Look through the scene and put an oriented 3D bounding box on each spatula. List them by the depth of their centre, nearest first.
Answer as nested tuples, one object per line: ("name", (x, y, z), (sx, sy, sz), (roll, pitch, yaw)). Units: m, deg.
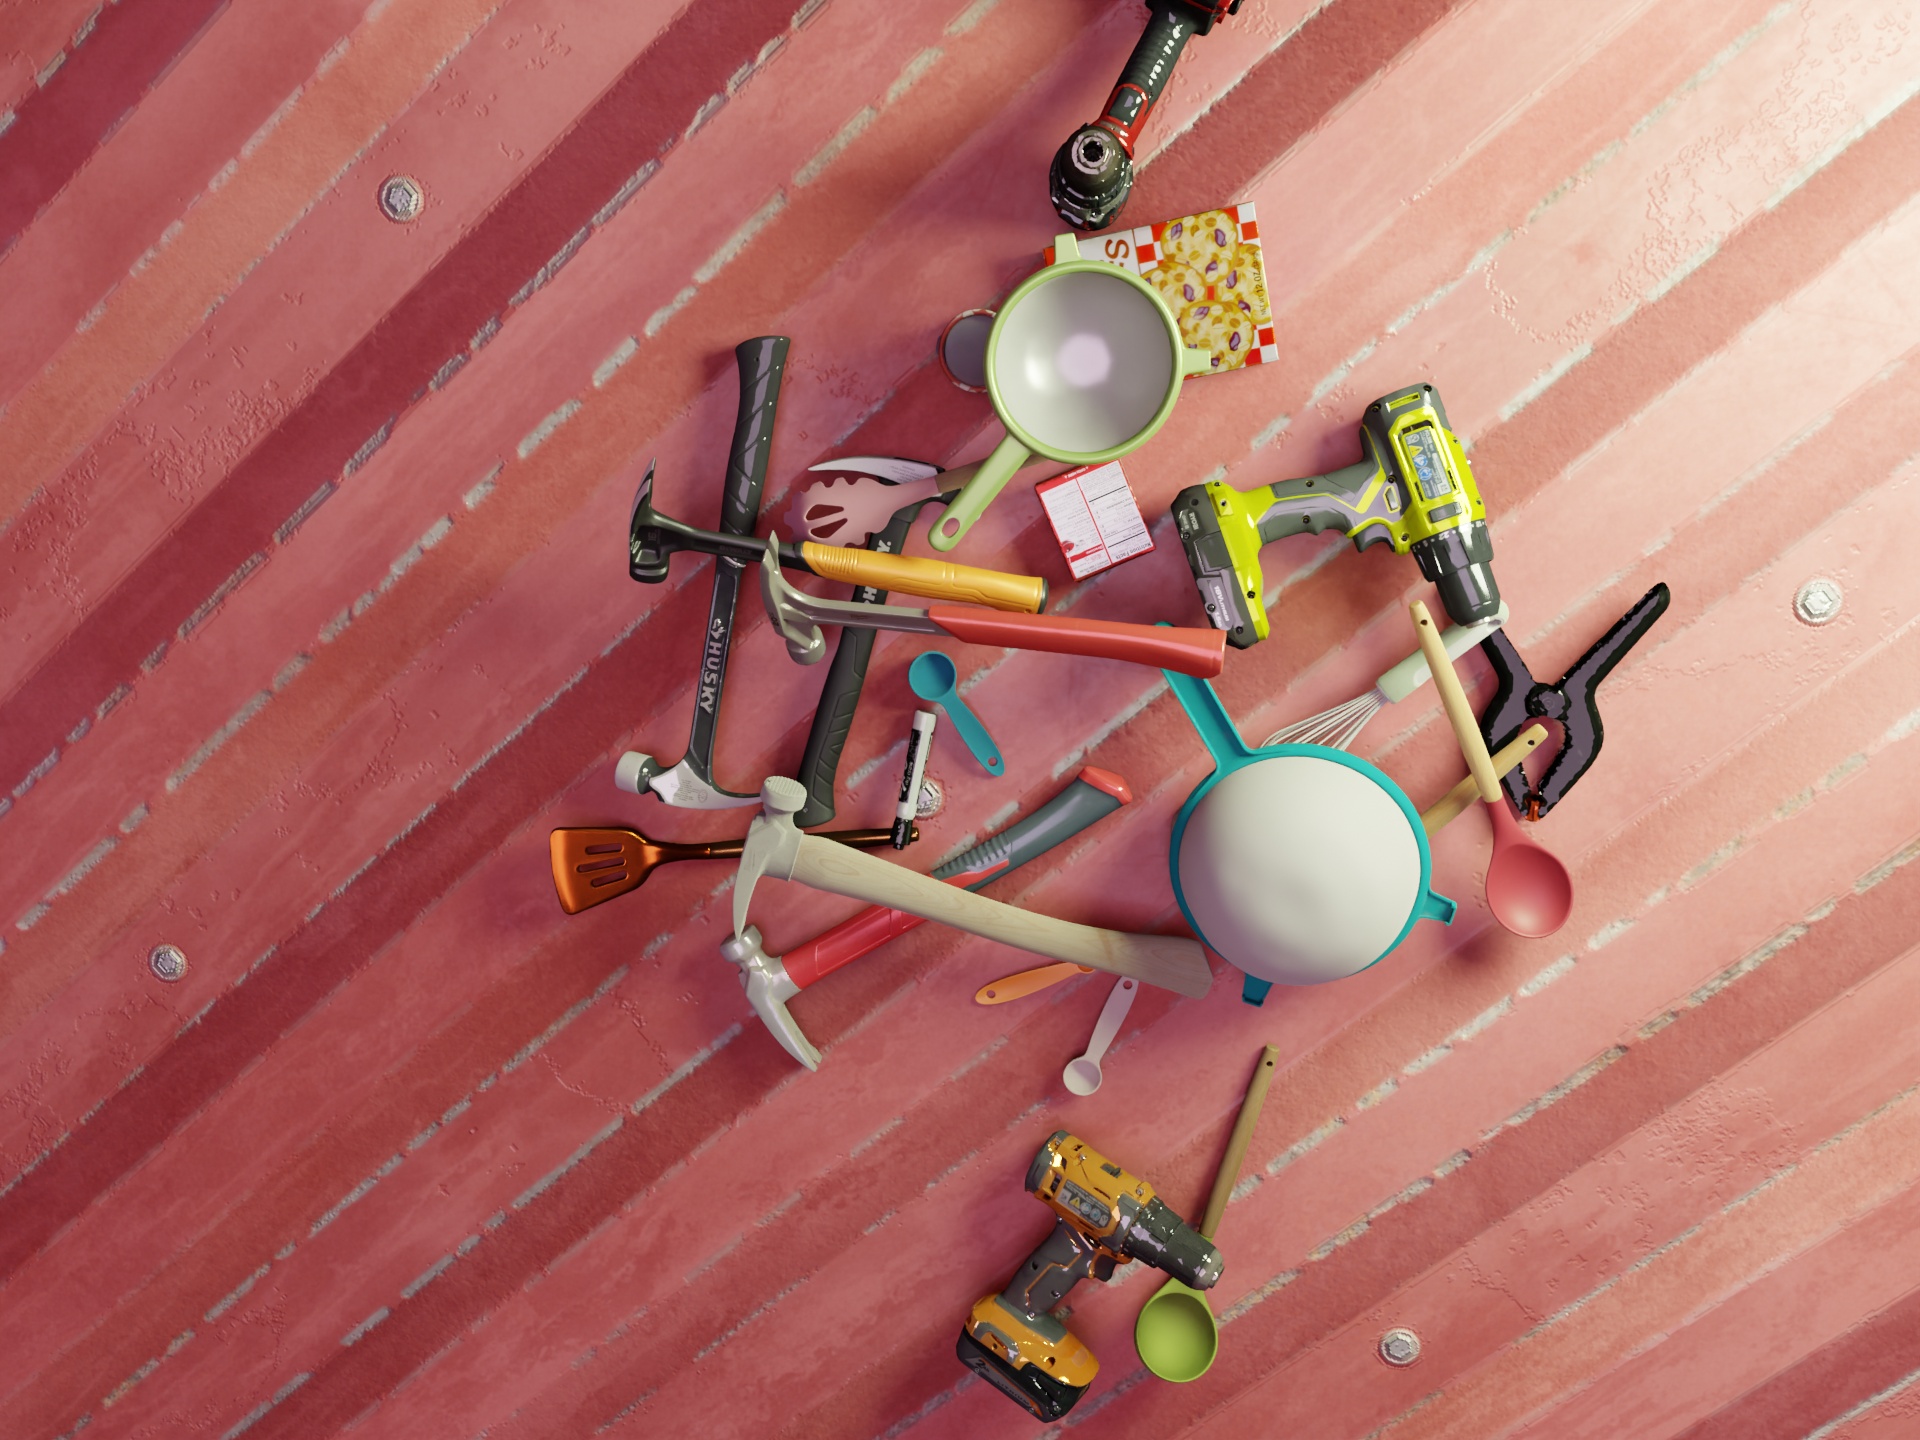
("spatula", (-0.197, 0.116, 1.396), (0.322, 0.041, 0.081), (-5, 101, 7))

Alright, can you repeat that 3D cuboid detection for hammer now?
("hammer", (0.025, -0.077, 1.235), (0.359, 0.149, 0.037), (6, 61, 9))
("hammer", (-0.093, -0.129, 1.263), (0.336, 0.127, 0.034), (9, 59, -8))
("hammer", (-0.192, -0.119, 1.338), (0.149, 0.036, 0.409), (14, 102, 15))
("hammer", (-0.095, -0.063, 1.347), (0.146, 0.035, 0.334), (18, 104, 2))
("hammer", (0.012, 0.173, 1.348), (0.410, 0.038, 0.146), (17, 109, -3))
("hammer", (-0.016, 0.163, 1.386), (0.386, 0.038, 0.143), (-30, 99, 12))

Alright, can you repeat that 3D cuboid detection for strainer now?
("strainer", (0.061, -0.236, 1.232), (0.151, 0.069, 0.256), (38, 106, -7))
("strainer", (0.235, 0.077, 1.260), (0.211, 0.095, 0.340), (-28, 100, 20))

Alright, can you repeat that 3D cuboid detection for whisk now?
("whisk", (0.338, -0.018, 1.288), (0.246, 0.059, 0.057), (-39, 135, 18))

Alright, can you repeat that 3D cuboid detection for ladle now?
("ladle", (0.412, 0.041, 1.259), (0.069, 0.031, 0.315), (-25, 111, 7))
("ladle", (0.229, 0.438, 1.410), (0.078, 0.062, 0.320), (16, 101, -7))

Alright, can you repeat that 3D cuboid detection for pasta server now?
("pasta server", (0.007, -0.198, 1.276), (0.316, 0.040, 0.060), (-17, 101, 5))

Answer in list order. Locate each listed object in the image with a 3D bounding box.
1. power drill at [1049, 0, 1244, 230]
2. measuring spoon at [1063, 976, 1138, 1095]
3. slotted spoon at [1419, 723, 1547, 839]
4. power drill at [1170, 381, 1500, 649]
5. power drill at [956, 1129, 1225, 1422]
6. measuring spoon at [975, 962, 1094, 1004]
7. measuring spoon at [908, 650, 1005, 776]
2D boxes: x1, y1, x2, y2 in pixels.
("power drill", (0.132, -0.470, 1.156), (0.080, 0.188, 0.226), (28, 100, -1))
("measuring spoon", (0.128, 0.274, 1.409), (0.034, 0.018, 0.124), (25, 97, 1))
("slotted spoon", (0.357, 0.109, 1.317), (0.070, 0.031, 0.313), (43, 109, -8))
("power drill", (0.297, -0.138, 1.249), (0.228, 0.080, 0.190), (-19, 86, 10))
("power drill", (0.114, 0.502, 1.403), (0.185, 0.084, 0.226), (29, 103, 22))
("measuring spoon", (0.067, 0.228, 1.407), (0.117, 0.011, 0.021), (-21, 98, 14))
("measuring spoon", (-0.002, -0.004, 1.361), (0.042, 0.021, 0.128), (-38, 106, -10))
